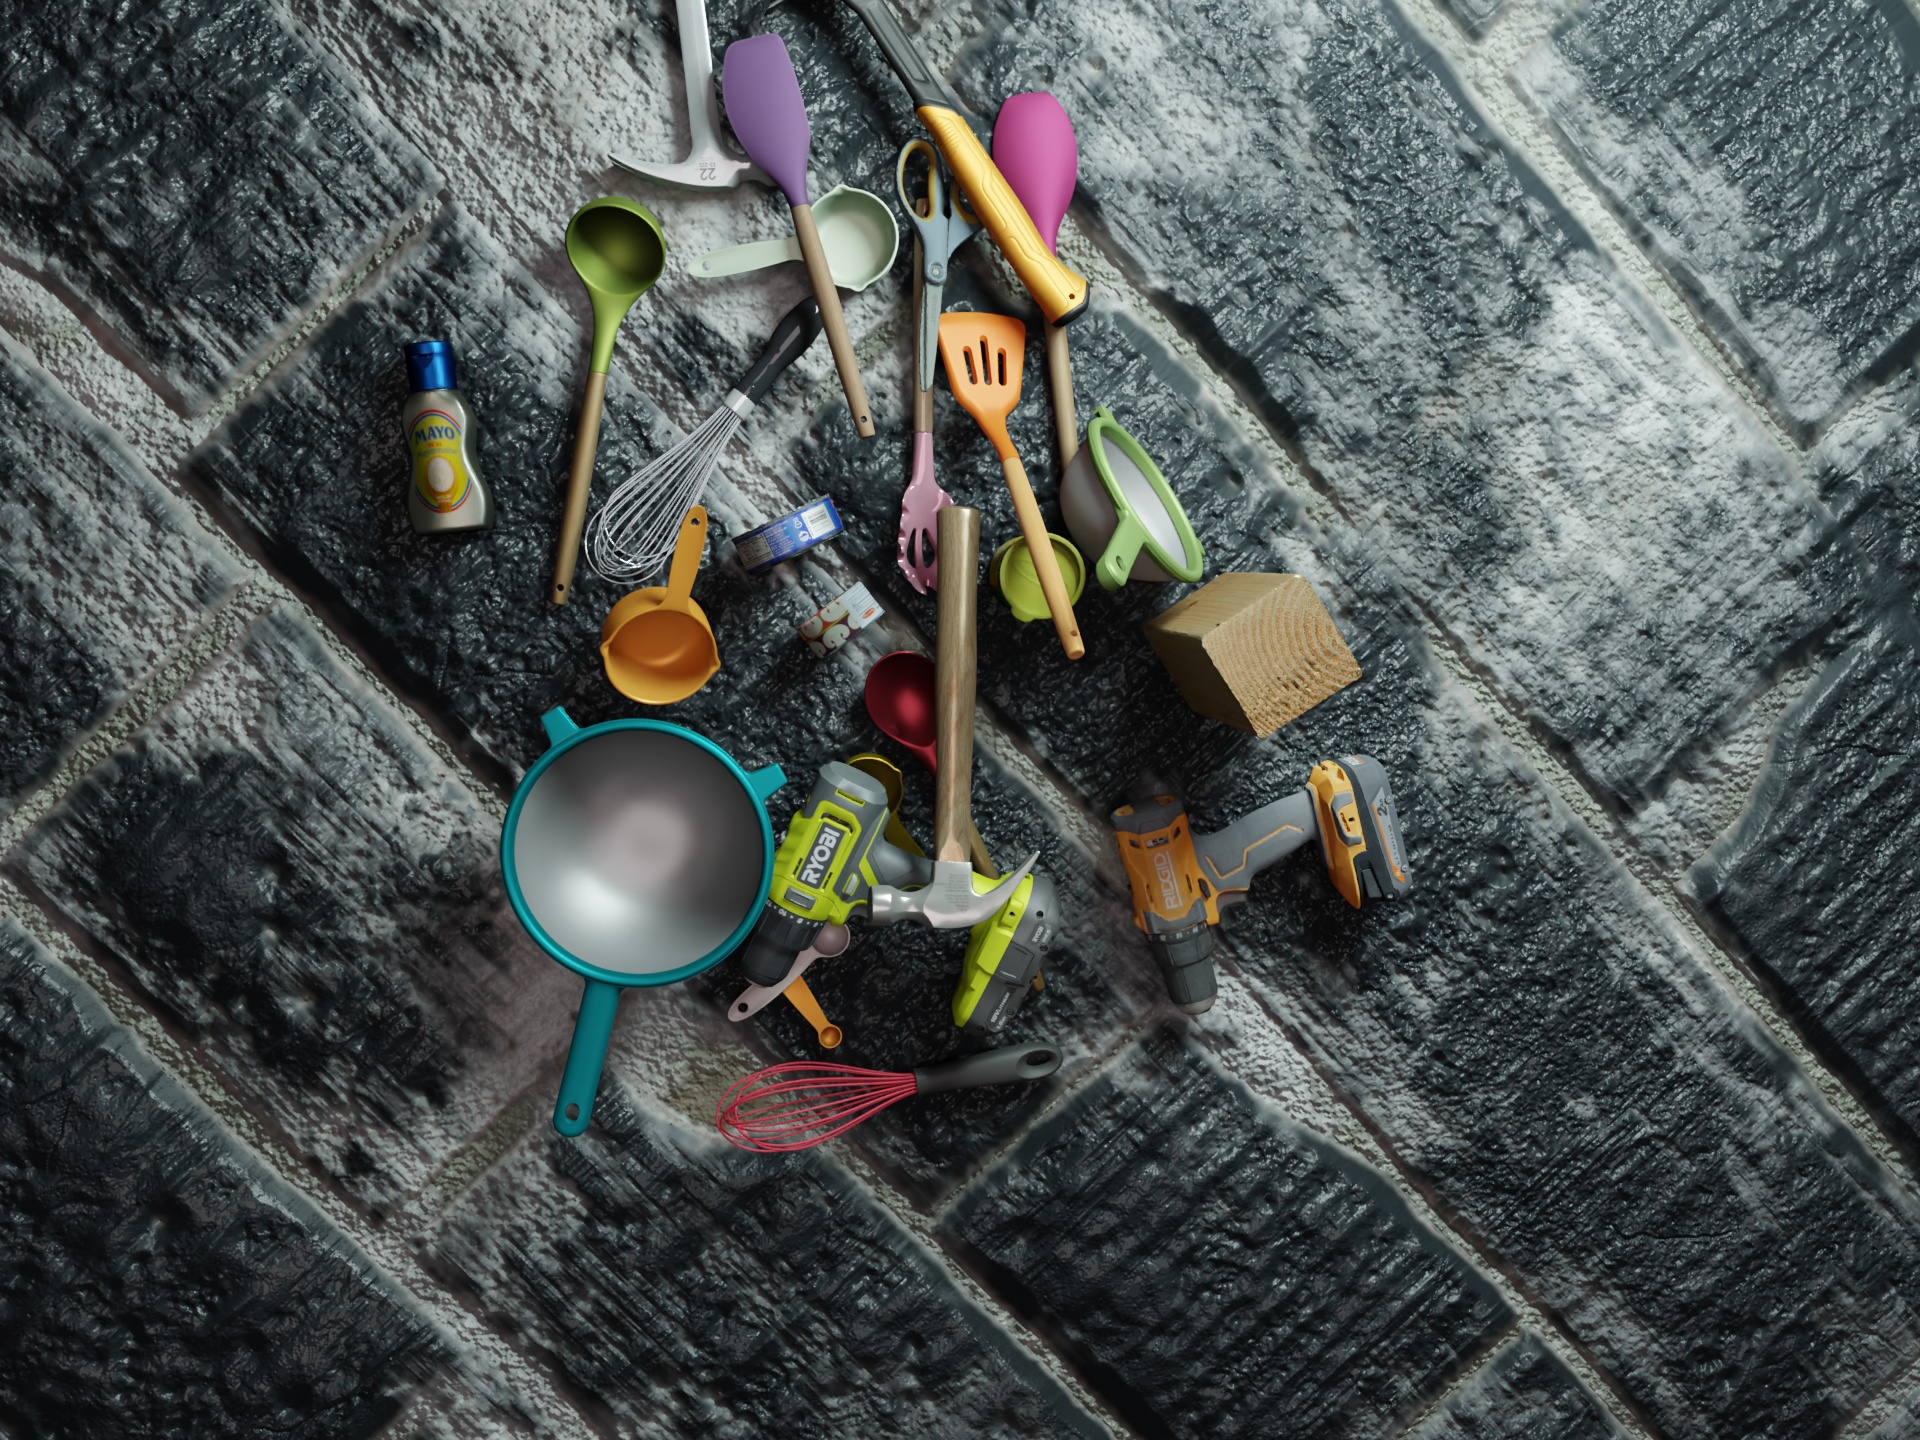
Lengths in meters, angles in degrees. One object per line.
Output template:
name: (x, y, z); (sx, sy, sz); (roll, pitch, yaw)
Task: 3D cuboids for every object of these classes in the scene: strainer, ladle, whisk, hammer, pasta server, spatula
strainer: (0.113, -0.139, 1.216); (0.069, 0.256, 0.151); (-31, 103, 25)
ladle: (-0.292, -0.247, 1.250); (0.078, 0.062, 0.320); (11, 97, -6)
whisk: (-0.196, -0.225, 1.263); (0.070, 0.070, 0.284); (39, 87, -8)
strainer: (-0.267, 0.161, 1.275); (0.211, 0.095, 0.340); (15, 97, -3)
hammer: (-0.011, -0.451, 1.240); (0.127, 0.034, 0.337); (-37, 97, -21)
whisk: (-0.057, 0.306, 1.328); (0.295, 0.073, 0.073); (-8, 97, -11)
hammer: (-0.222, -0.615, 1.227); (0.144, 0.035, 0.405); (-7, 96, -4)
pasta server: (-0.027, -0.259, 1.280); (0.060, 0.040, 0.316); (-2, 95, -26)
spatula: (-0.119, -0.372, 1.231); (0.060, 0.018, 0.316); (-18, 95, -6)
ladle: (0.004, 0.086, 1.324); (0.069, 0.031, 0.315); (-24, 99, 3)
spatula: (0.047, -0.185, 1.216); (0.081, 0.041, 0.323); (-2, 56, -22)
hammer: (-0.002, -0.004, 1.239); (0.130, 0.031, 0.331); (3, 81, -10)

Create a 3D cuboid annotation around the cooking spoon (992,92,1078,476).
cooking spoon: (0.074, -0.345, 1.288); (0.068, 0.017, 0.319); (-7, 96, -3)

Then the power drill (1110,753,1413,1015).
power drill: (0.253, 0.136, 1.325); (0.226, 0.084, 0.185); (-15, 97, 1)

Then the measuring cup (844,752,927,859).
measuring cup: (-0.051, 0.095, 1.323); (0.062, 0.029, 0.156); (-30, 106, 4)

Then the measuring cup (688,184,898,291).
measuring cup: (-0.131, -0.371, 1.261); (0.167, 0.038, 0.083); (-11, 96, 1)

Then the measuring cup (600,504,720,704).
measuring cup: (-0.228, -0.098, 1.244); (0.095, 0.052, 0.173); (8, 118, -23)

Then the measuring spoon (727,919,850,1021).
measuring spoon: (-0.144, 0.207, 1.324); (0.124, 0.018, 0.034); (-39, 97, -3)

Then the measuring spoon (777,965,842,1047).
measuring spoon: (-0.138, 0.226, 1.335); (0.021, 0.011, 0.117); (-36, 94, -10)

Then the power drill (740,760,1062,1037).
power drill: (-0.052, 0.162, 1.284); (0.228, 0.080, 0.190); (25, 100, -6)
